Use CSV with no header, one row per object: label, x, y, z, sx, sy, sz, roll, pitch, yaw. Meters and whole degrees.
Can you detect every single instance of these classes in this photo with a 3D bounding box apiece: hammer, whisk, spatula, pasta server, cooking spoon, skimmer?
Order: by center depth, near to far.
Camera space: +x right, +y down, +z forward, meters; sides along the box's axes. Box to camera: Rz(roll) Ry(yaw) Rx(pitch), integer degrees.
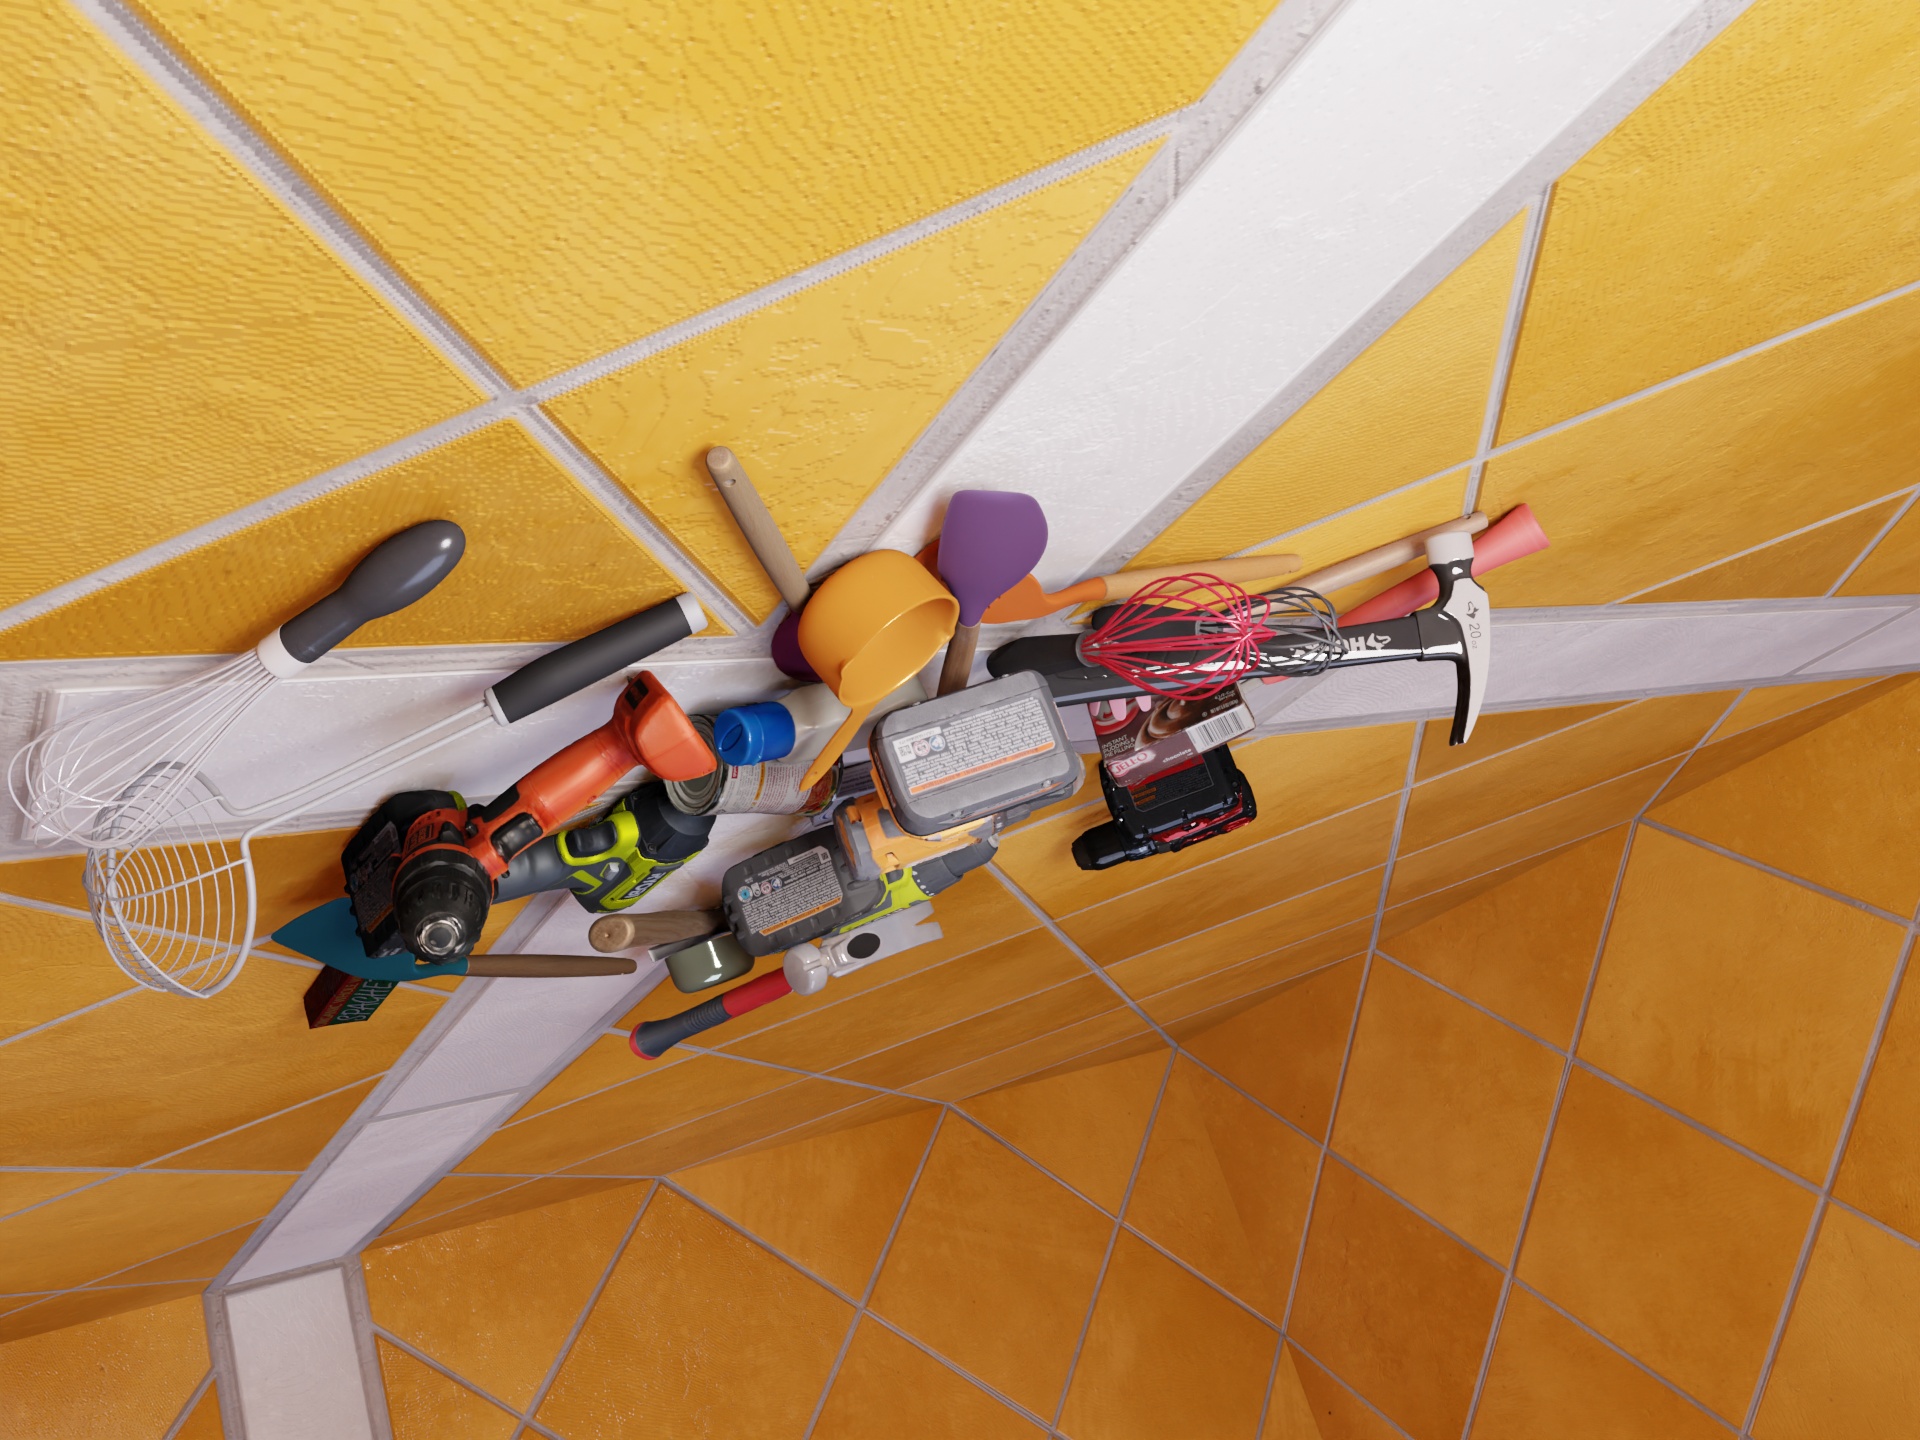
whisk,-0.344,-0.016,0.760,0.284,0.070,0.070,-30,158,16
skimmer,-0.304,0.027,0.870,0.363,0.127,0.090,-27,168,-10
cooking spoon,-0.094,-0.075,0.886,0.069,0.017,0.318,-20,162,1
whisk,0.089,-0.045,0.967,0.073,0.073,0.296,-9,-178,-26
spatula,0.004,-0.051,0.975,0.059,0.018,0.315,3,154,-6
whisk,0.152,-0.057,0.992,0.055,0.055,0.239,-8,-171,-29
spatula,0.103,-0.095,1.018,0.322,0.041,0.081,-10,161,-36
hammer,0.200,-0.037,1.104,0.335,0.146,0.035,-8,175,1
pasta server,0.234,-0.082,1.149,0.316,0.060,0.040,-22,130,-2
spatula,-0.356,0.173,1.195,0.082,0.044,0.317,-26,159,25
hammer,0.274,-0.057,1.214,0.359,0.037,0.149,-31,178,22
hammer,-0.232,0.168,1.302,0.130,0.031,0.331,-20,172,5
hammer,-0.173,0.235,1.373,0.143,0.038,0.386,-16,170,-41

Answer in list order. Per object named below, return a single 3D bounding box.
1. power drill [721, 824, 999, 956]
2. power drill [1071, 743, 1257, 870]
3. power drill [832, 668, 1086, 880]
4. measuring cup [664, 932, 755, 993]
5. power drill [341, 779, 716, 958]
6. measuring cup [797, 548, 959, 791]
power drill,-0.081,0.134,1.353,0.190,0.080,0.228,-25,169,18
power drill,0.184,0.085,1.502,0.188,0.080,0.226,-21,164,7
power drill,0.015,0.038,1.060,0.185,0.084,0.226,-18,167,-14
measuring cup,-0.193,0.211,1.427,0.083,0.038,0.167,-24,169,29
power drill,-0.281,0.088,1.071,0.223,0.080,0.171,-6,158,-43
measuring cup,-0.069,-0.029,0.929,0.095,0.052,0.173,-21,155,-48
